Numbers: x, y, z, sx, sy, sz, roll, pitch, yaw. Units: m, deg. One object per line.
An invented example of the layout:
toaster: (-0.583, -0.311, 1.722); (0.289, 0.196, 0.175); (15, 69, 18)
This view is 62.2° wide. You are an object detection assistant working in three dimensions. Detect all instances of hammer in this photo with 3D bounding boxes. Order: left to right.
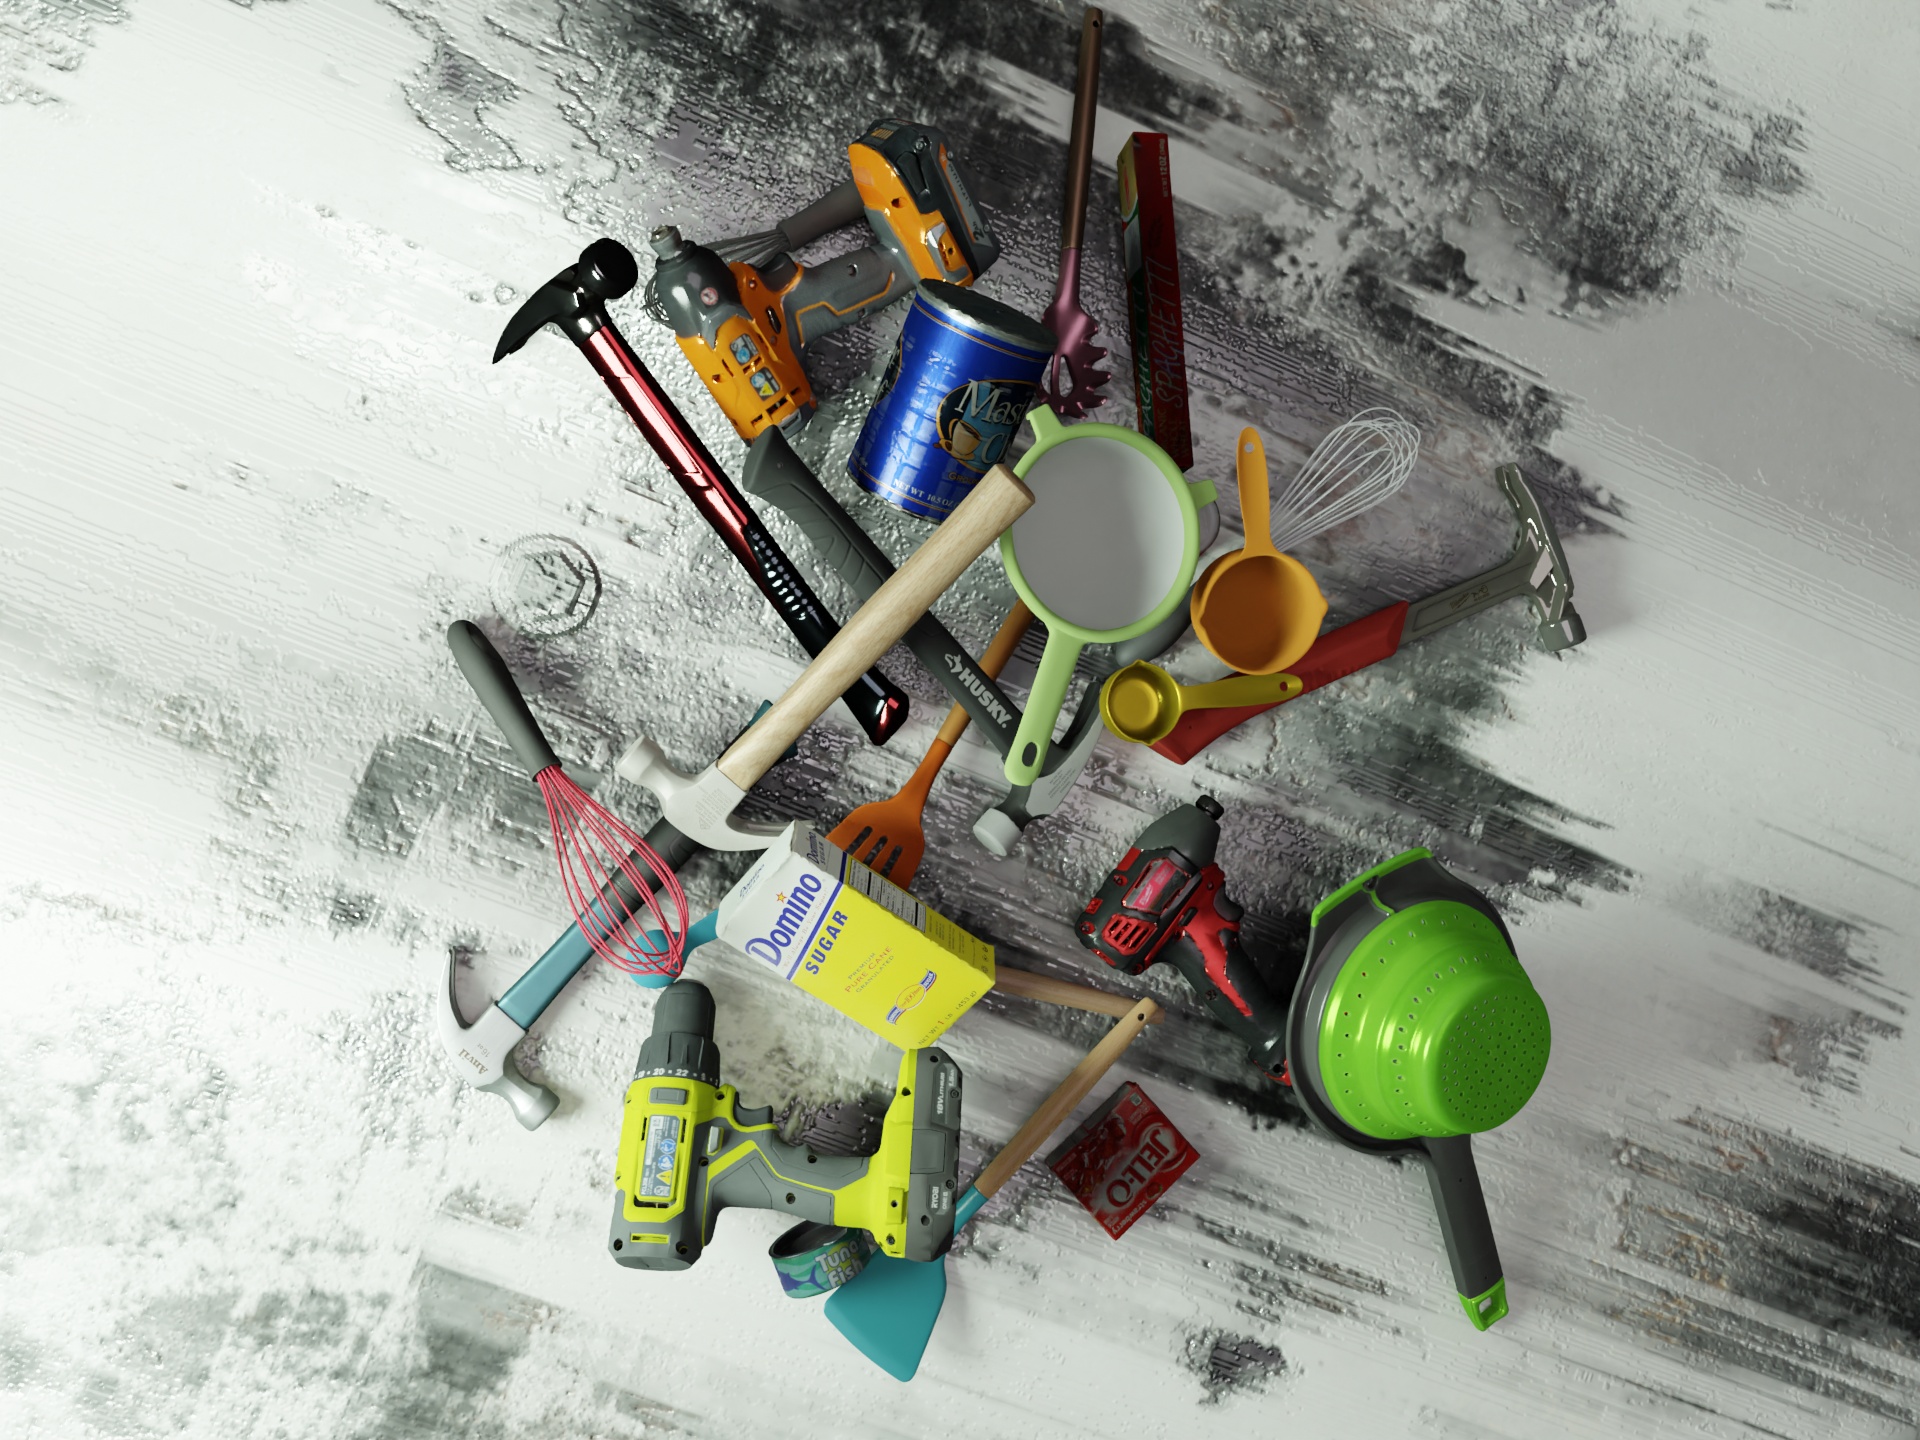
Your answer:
hammer: (-0.232, 0.120, 1.112); (0.128, 0.033, 0.331); (43, 82, -6)
hammer: (-0.170, -0.137, 1.111); (0.386, 0.143, 0.038); (54, 44, -14)
hammer: (-0.075, -0.039, 1.056); (0.130, 0.031, 0.331); (42, 104, -13)
hammer: (-0.027, -0.070, 1.101); (0.146, 0.035, 0.334); (-47, 110, -16)
hammer: (0.295, -0.065, 1.199); (0.359, 0.037, 0.149); (-23, 92, -9)

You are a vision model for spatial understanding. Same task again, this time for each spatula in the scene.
spatula: (-0.003, 0.182, 1.153); (0.316, 0.018, 0.060); (14, 90, -7)
spatula: (-0.002, -0.004, 1.159); (0.081, 0.041, 0.323); (33, 80, -8)
spatula: (0.035, 0.321, 1.136); (0.082, 0.044, 0.317); (42, 87, -3)

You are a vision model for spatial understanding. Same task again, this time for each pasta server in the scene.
pasta server: (0.088, -0.376, 1.176); (0.060, 0.040, 0.316); (7, 86, -21)

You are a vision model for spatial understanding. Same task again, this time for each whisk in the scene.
whisk: (-0.269, 0.051, 1.072); (0.073, 0.073, 0.296); (-33, 77, -8)
whisk: (-0.124, -0.347, 1.138); (0.239, 0.055, 0.055); (-33, 93, -12)
whisk: (0.226, -0.133, 1.184); (0.284, 0.070, 0.070); (-39, 94, -3)

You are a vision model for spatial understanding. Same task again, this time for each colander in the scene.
colander: (0.358, 0.287, 1.116); (0.204, 0.095, 0.396); (-26, 110, -19)

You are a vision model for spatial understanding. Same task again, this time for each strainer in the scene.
strainer: (0.071, -0.078, 1.105); (0.151, 0.069, 0.256); (20, 84, -19)

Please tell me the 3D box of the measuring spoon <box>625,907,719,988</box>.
measuring spoon: (-0.171, 0.147, 1.105); (0.128, 0.021, 0.042); (-28, 112, -18)

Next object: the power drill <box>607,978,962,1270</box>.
power drill: (-0.115, 0.273, 1.074); (0.228, 0.080, 0.191); (3, 60, -1)

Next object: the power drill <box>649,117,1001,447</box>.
power drill: (-0.099, -0.316, 1.095); (0.226, 0.084, 0.164); (-40, 128, -8)

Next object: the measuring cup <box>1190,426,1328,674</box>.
measuring cup: (0.204, -0.121, 1.129); (0.095, 0.052, 0.173); (-8, 102, -6)

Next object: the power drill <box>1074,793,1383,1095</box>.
power drill: (0.206, 0.163, 1.160); (0.219, 0.078, 0.143); (38, 83, -3)

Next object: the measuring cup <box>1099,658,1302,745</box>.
measuring cup: (0.173, -0.017, 1.151); (0.156, 0.029, 0.062); (-6, 87, -18)
